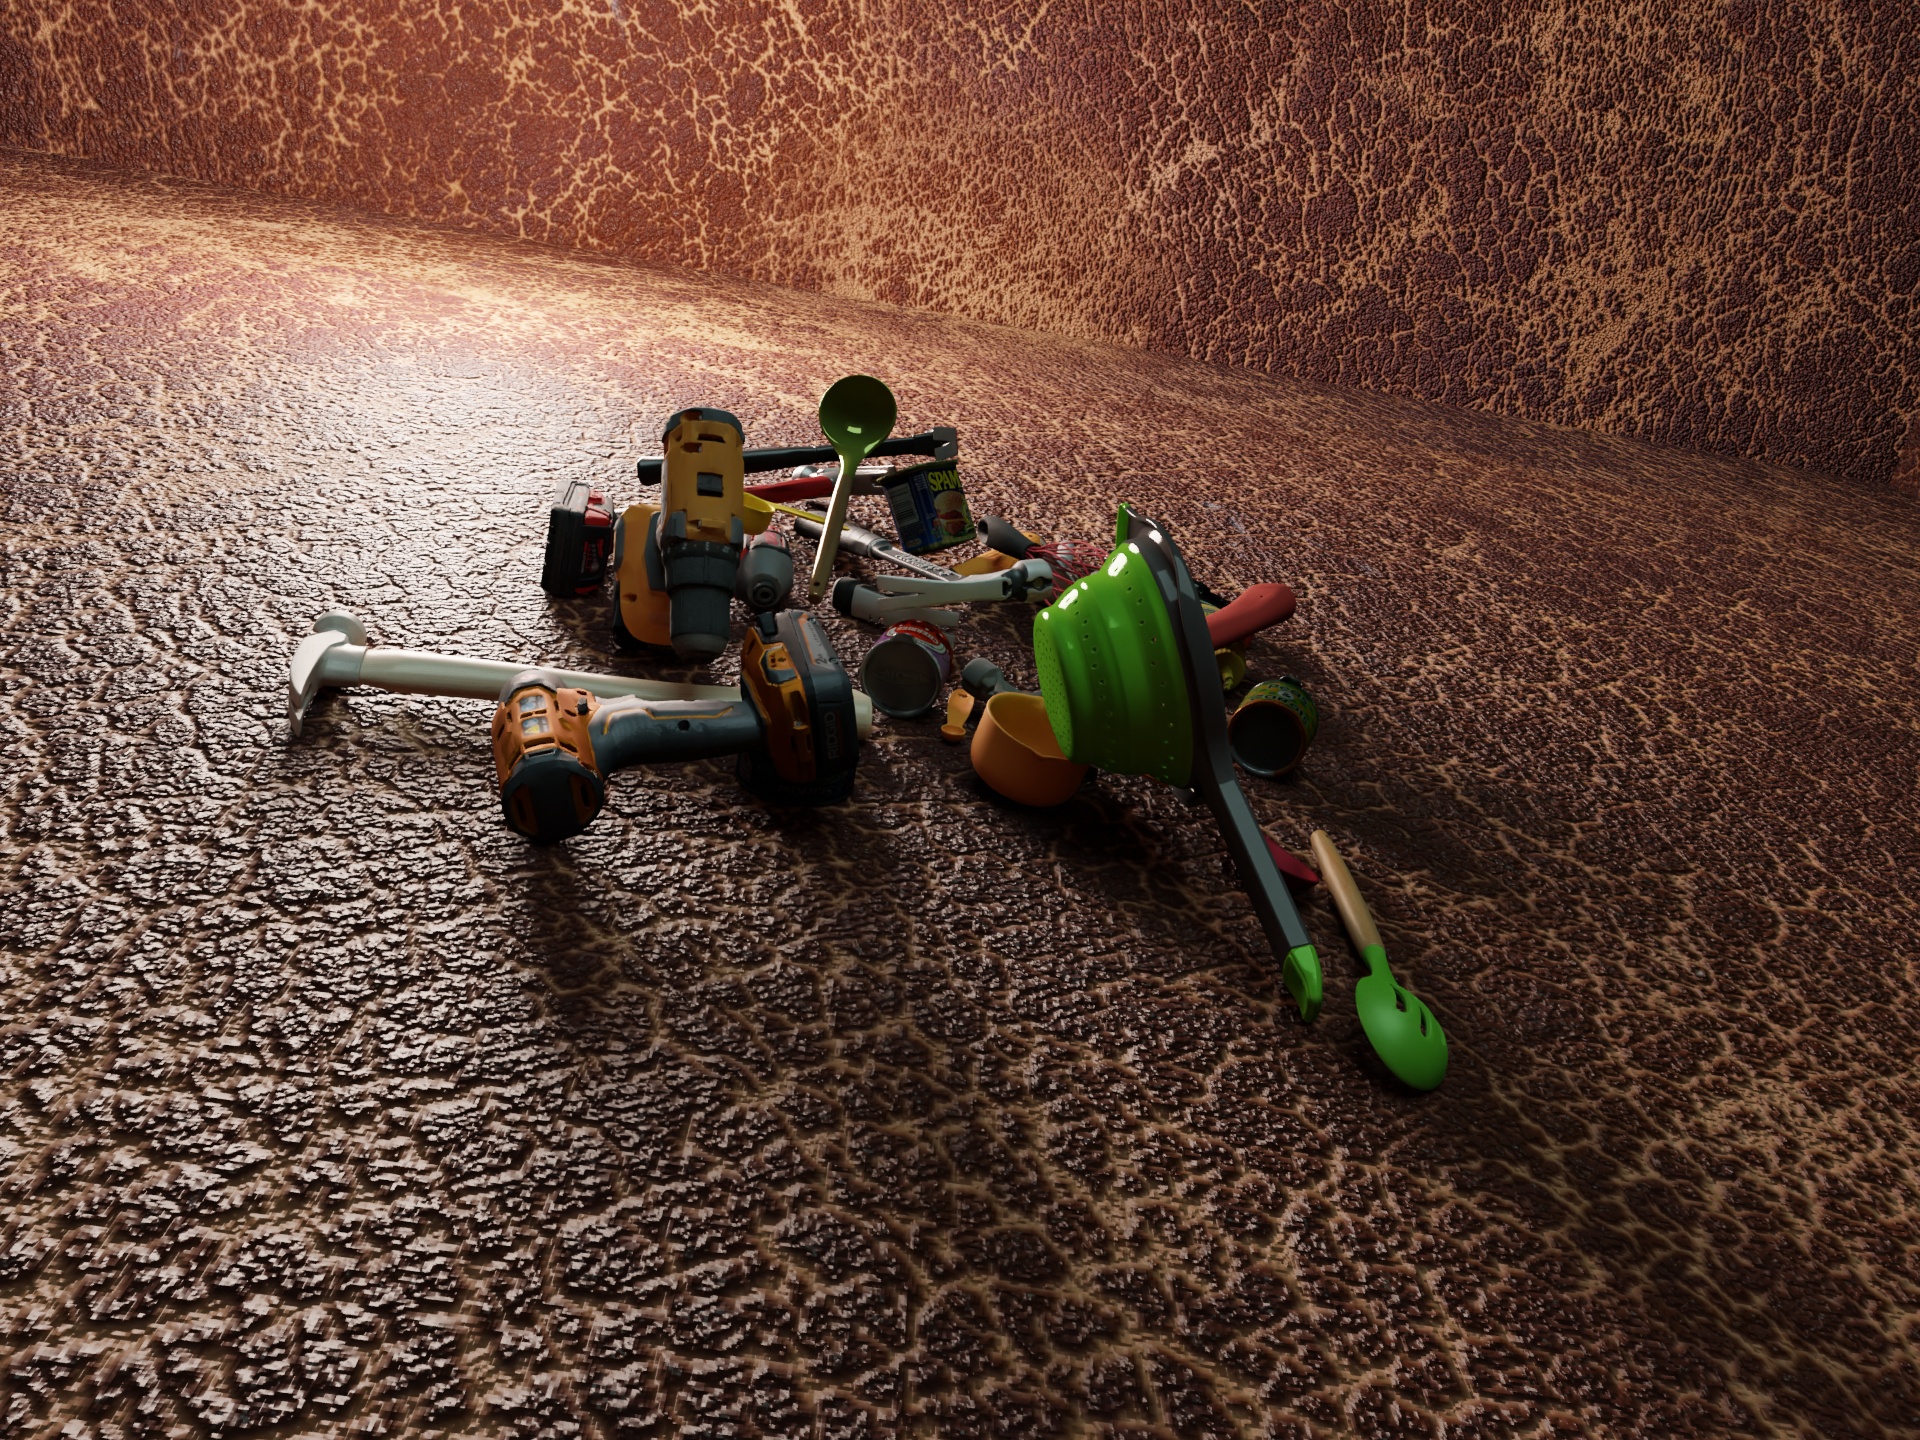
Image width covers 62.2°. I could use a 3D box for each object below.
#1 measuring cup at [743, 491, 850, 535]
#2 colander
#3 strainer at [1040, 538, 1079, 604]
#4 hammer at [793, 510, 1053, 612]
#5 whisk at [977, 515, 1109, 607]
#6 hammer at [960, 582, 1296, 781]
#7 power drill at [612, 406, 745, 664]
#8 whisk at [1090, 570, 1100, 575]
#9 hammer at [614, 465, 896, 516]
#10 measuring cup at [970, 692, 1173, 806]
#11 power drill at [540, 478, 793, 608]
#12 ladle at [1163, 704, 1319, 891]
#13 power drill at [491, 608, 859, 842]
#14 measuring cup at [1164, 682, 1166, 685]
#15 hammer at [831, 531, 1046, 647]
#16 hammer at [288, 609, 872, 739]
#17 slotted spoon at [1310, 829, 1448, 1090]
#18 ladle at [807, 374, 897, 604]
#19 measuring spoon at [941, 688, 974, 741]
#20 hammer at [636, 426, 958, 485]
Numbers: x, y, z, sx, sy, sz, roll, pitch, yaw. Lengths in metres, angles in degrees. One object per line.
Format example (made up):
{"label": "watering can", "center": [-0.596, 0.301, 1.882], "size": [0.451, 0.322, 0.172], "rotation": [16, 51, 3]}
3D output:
{"label": "measuring cup", "center": [-0.164, -0.181, 1.459], "size": [0.156, 0.029, 0.062], "rotation": [9, 21, -47]}
{"label": "colander", "center": [0.128, 0.030, 1.054], "size": [0.094, 0.204, 0.398], "rotation": [-13, 52, -6]}
{"label": "strainer", "center": [0.105, -0.159, 1.659], "size": [0.087, 0.050, 0.258], "rotation": [52, 14, -9]}
{"label": "hammer", "center": [-0.074, -0.155, 1.484], "size": [0.149, 0.036, 0.409], "rotation": [-8, 18, -24]}
{"label": "whisk", "center": [0.078, -0.155, 1.521], "size": [0.073, 0.073, 0.296], "rotation": [1, 18, -23]}
{"label": "hammer", "center": [0.176, -0.051, 1.353], "size": [0.359, 0.036, 0.149], "rotation": [-22, 45, -39]}
{"label": "power drill", "center": [-0.213, -0.113, 1.219], "size": [0.084, 0.185, 0.226], "rotation": [4, -15, -20]}
{"label": "whisk", "center": [0.160, -0.111, 1.560], "size": [0.055, 0.055, 0.239], "rotation": [6, 19, -12]}
{"label": "hammer", "center": [-0.234, -0.221, 1.618], "size": [0.143, 0.038, 0.386], "rotation": [6, 17, 39]}
{"label": "measuring cup", "center": [0.089, 0.040, 1.174], "size": [0.173, 0.052, 0.095], "rotation": [23, 26, -8]}
{"label": "power drill", "center": [-0.258, -0.148, 1.426], "size": [0.219, 0.078, 0.143], "rotation": [8, 22, -14]}
{"label": "ladle", "center": [0.177, 0.026, 1.195], "size": [0.069, 0.031, 0.316], "rotation": [21, 26, -34]}
{"label": "power drill", "center": [-0.195, -0.006, 1.054], "size": [0.226, 0.084, 0.164], "rotation": [-13, 34, -14]}
{"label": "measuring cup", "center": [0.160, -0.033, 1.395], "size": [0.083, 0.038, 0.168], "rotation": [-4, 33, -29]}
{"label": "hammer", "center": [0.011, -0.142, 1.581], "size": [0.127, 0.034, 0.337], "rotation": [19, 24, 22]}
{"label": "hammer", "center": [-0.267, -0.016, 1.156], "size": [0.410, 0.038, 0.146], "rotation": [6, 24, -13]}
{"label": "slotted spoon", "center": [0.261, 0.138, 1.033], "size": [0.070, 0.031, 0.314], "rotation": [37, 17, -11]}
{"label": "ladle", "center": [-0.112, -0.218, 1.476], "size": [0.078, 0.062, 0.320], "rotation": [3, 42, 4]}
{"label": "measuring spoon", "center": [-0.002, -0.004, 1.285], "size": [0.021, 0.011, 0.117], "rotation": [11, 19, 1]}
{"label": "hammer", "center": [-0.166, -0.274, 1.650], "size": [0.334, 0.035, 0.146], "rotation": [-6, 10, -5]}
